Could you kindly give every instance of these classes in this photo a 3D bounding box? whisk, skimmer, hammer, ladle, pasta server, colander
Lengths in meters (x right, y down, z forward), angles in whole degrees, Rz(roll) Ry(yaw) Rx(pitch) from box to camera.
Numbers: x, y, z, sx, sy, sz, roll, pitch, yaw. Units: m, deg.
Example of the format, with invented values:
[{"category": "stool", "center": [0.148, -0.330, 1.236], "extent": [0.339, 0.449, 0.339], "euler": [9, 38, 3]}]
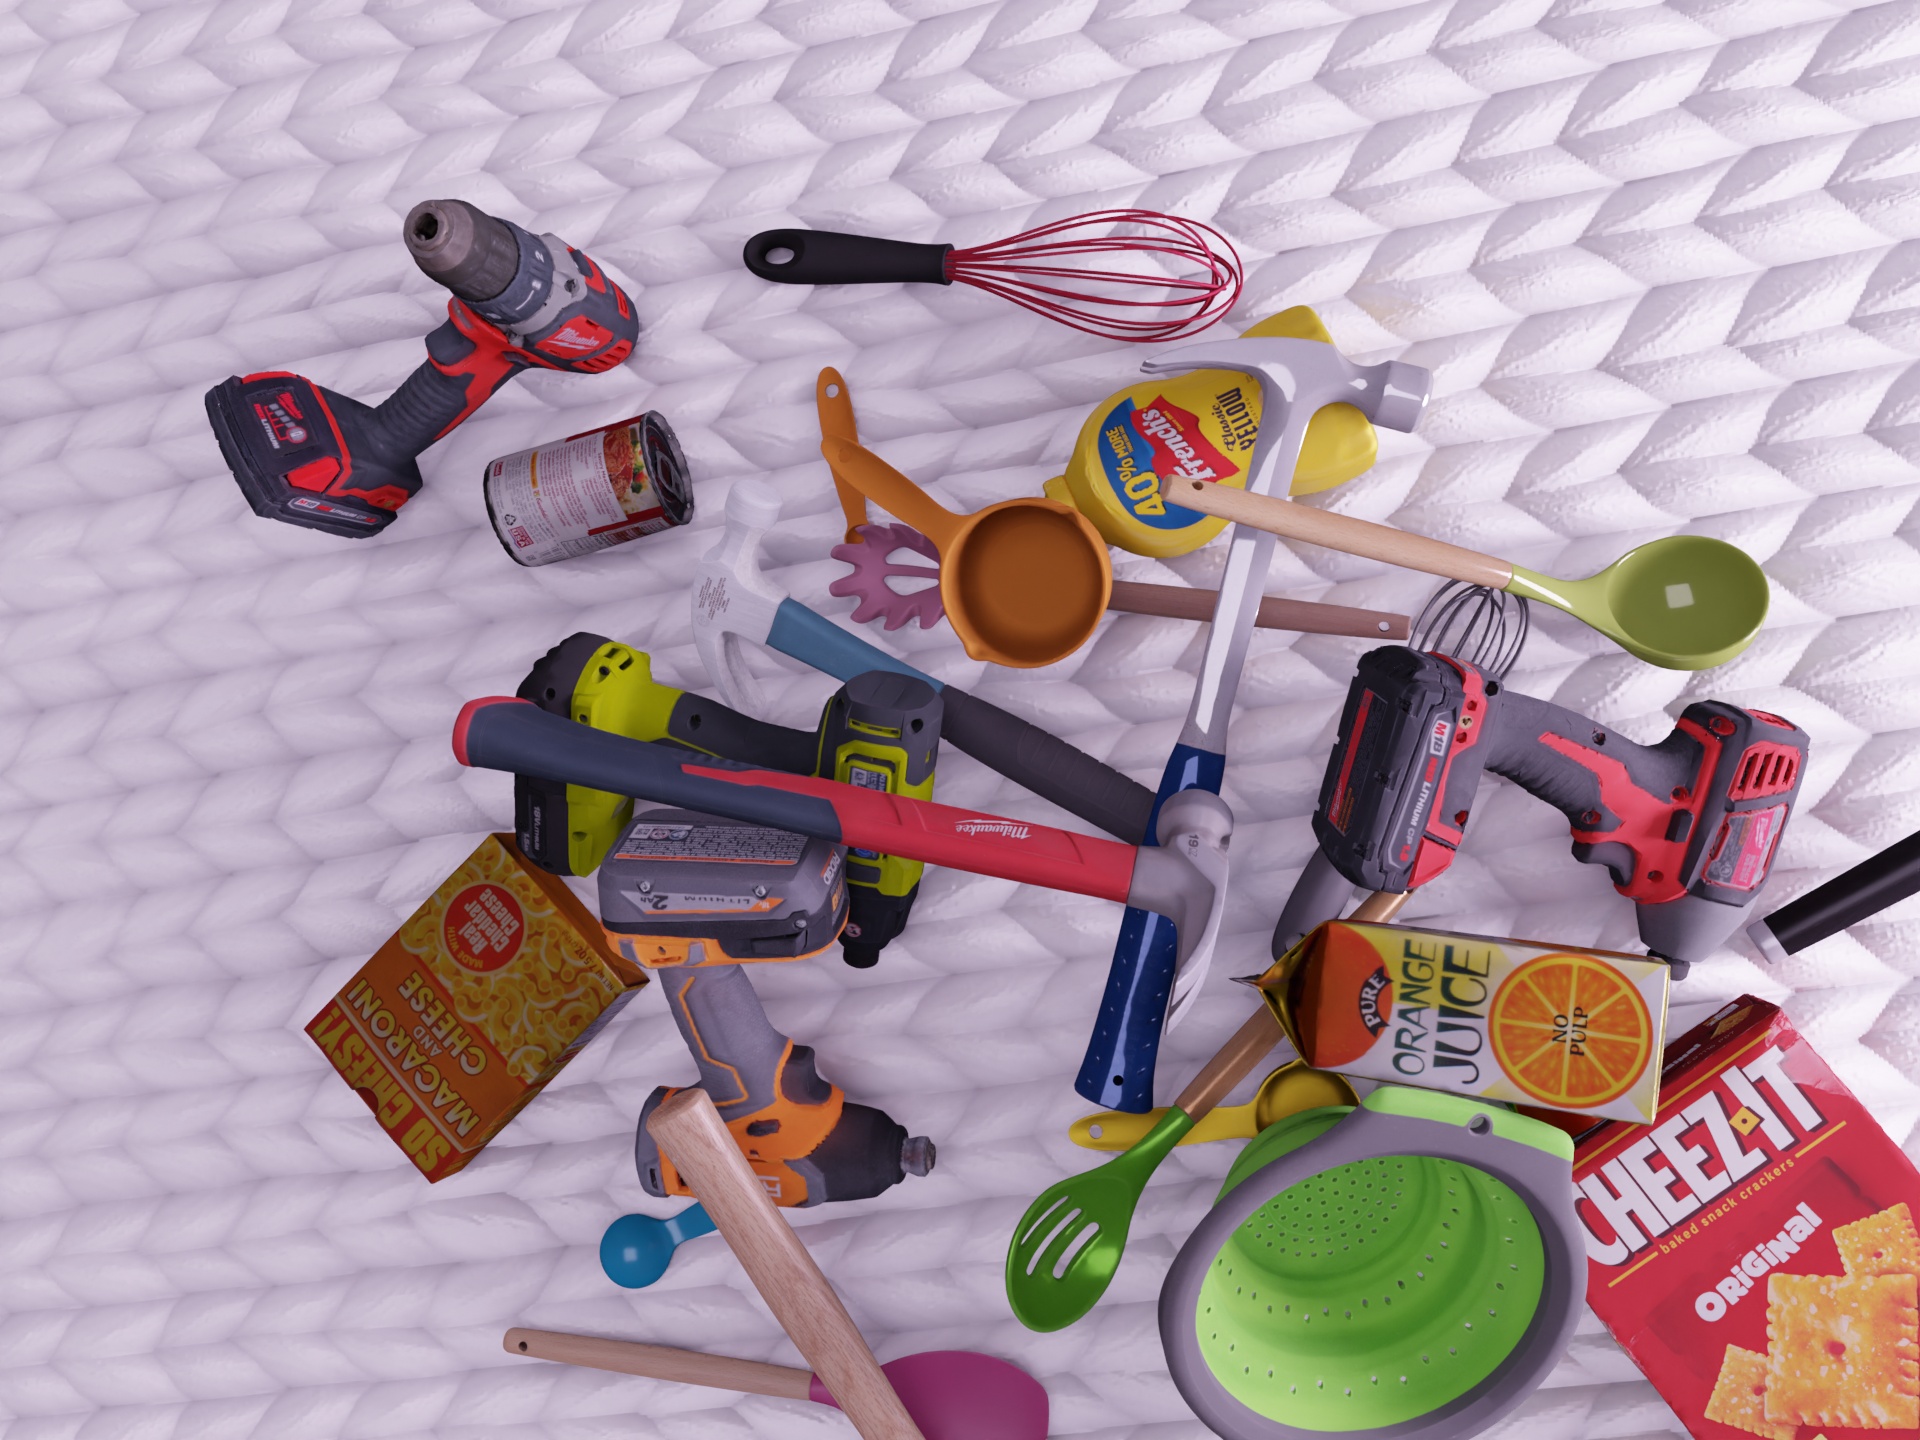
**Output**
[{"category": "whisk", "center": [0.012, -0.256, 0.898], "extent": [0.296, 0.073, 0.073], "euler": [8, 88, 17]}, {"category": "whisk", "center": [0.230, 0.029, 0.845], "extent": [0.055, 0.055, 0.239], "euler": [29, 97, 11]}, {"category": "skimmer", "center": [0.558, 0.013, 0.790], "extent": [0.363, 0.090, 0.127], "euler": [-35, 88, 17]}, {"category": "hammer", "center": [-0.067, 0.052, 0.764], "extent": [0.386, 0.143, 0.038], "euler": [11, 125, 8]}, {"category": "ladle", "center": [0.251, -0.084, 0.780], "extent": [0.320, 0.062, 0.078], "euler": [12, 55, -15]}, {"category": "hammer", "center": [0.121, 0.002, 0.822], "extent": [0.144, 0.035, 0.405], "euler": [14, 95, 3]}, {"category": "hammer", "center": [-0.061, 0.334, 0.836], "extent": [0.130, 0.031, 0.331], "euler": [-29, 100, 6]}, {"category": "pasta server", "center": [0.083, -0.067, 0.869], "extent": [0.316, 0.040, 0.060], "euler": [8, 104, 15]}, {"category": "colander", "center": [0.165, 0.333, 0.814], "extent": [0.204, 0.095, 0.397], "euler": [16, 109, -11]}, {"category": "hammer", "center": [-0.001, -0.003, 0.876], "extent": [0.331, 0.033, 0.128], "euler": [28, 119, 6]}]

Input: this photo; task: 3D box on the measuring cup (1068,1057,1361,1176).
[{"category": "measuring cup", "center": [0.137, 0.215, 0.857], "extent": [0.156, 0.029, 0.062], "euler": [-7, 85, 12]}]

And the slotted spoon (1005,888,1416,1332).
[{"category": "slotted spoon", "center": [0.135, 0.186, 0.824], "extent": [0.314, 0.031, 0.070], "euler": [-44, 114, -10]}]

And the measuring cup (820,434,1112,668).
[{"category": "measuring cup", "center": [0.003, -0.099, 0.842], "extent": [0.173, 0.052, 0.095], "euler": [36, 107, 5]}]

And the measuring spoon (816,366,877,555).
[{"category": "measuring spoon", "center": [-0.066, -0.151, 0.929], "extent": [0.021, 0.011, 0.117], "euler": [-13, 80, 9]}]

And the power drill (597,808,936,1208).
[{"category": "power drill", "center": [-0.100, 0.163, 0.843], "extent": [0.164, 0.084, 0.226], "euler": [1, 116, 10]}]

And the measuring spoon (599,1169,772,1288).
[{"category": "measuring spoon", "center": [-0.152, 0.286, 0.907], "extent": [0.128, 0.021, 0.042], "euler": [-28, 82, 7]}]

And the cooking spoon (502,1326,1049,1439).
[{"category": "cooking spoon", "center": [-0.108, 0.371, 0.896], "extent": [0.319, 0.017, 0.069], "euler": [4, 93, 10]}]

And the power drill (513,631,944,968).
[{"category": "power drill", "center": [-0.127, 0.044, 0.878], "extent": [0.223, 0.080, 0.171], "euler": [12, 116, 10]}]

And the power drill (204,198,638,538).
[{"category": "power drill", "center": [-0.307, -0.200, 0.889], "extent": [0.226, 0.188, 0.080], "euler": [-30, 81, 11]}]

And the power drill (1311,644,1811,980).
[{"category": "power drill", "center": [0.298, 0.047, 0.791], "extent": [0.219, 0.079, 0.143], "euler": [11, 103, -6]}]
